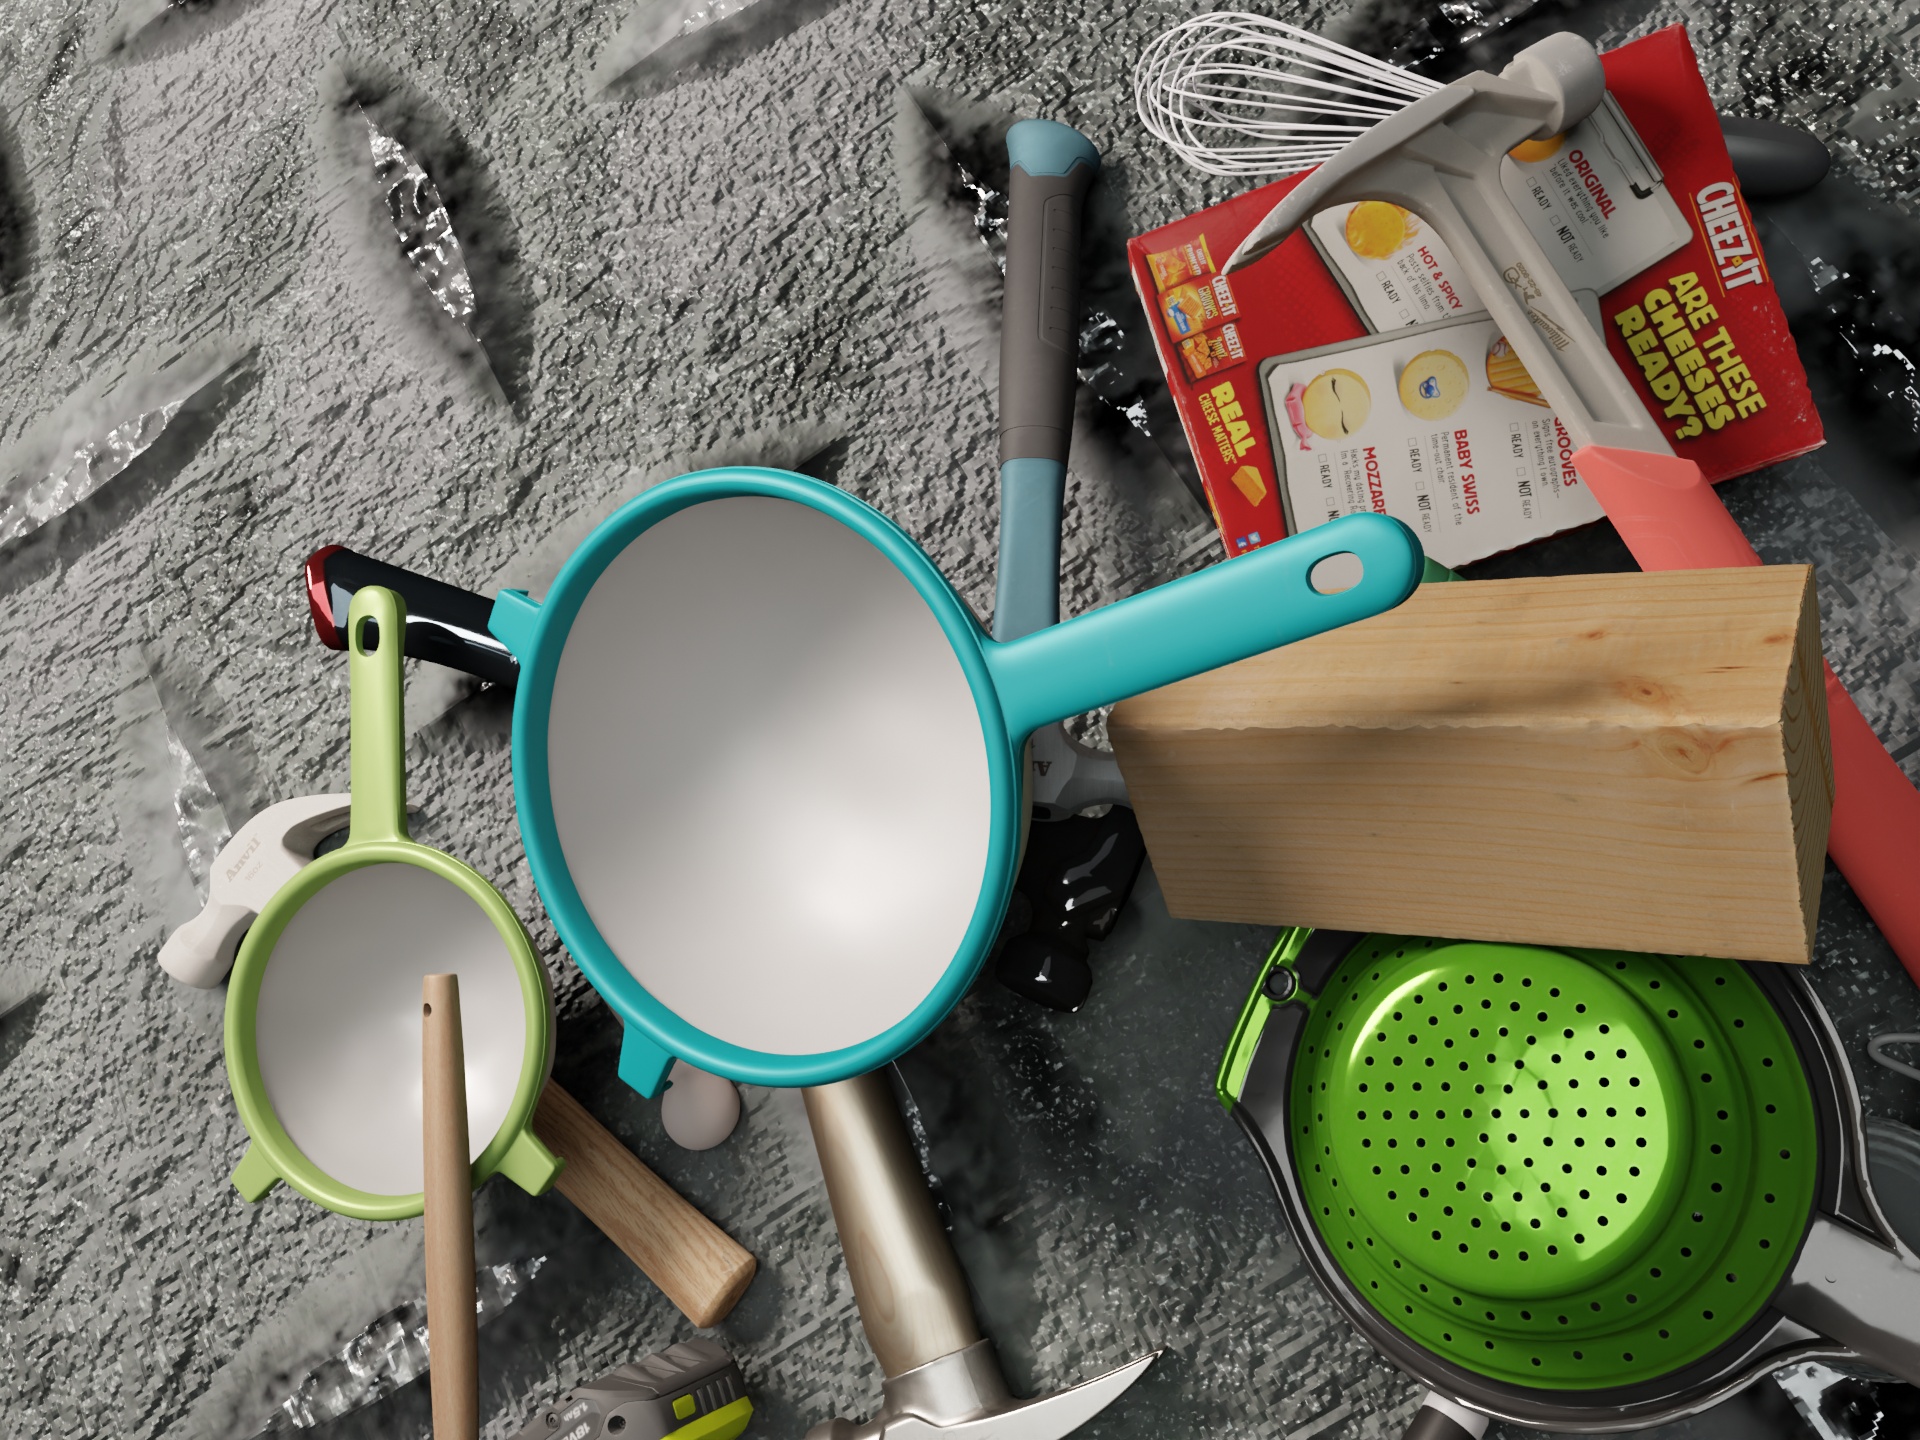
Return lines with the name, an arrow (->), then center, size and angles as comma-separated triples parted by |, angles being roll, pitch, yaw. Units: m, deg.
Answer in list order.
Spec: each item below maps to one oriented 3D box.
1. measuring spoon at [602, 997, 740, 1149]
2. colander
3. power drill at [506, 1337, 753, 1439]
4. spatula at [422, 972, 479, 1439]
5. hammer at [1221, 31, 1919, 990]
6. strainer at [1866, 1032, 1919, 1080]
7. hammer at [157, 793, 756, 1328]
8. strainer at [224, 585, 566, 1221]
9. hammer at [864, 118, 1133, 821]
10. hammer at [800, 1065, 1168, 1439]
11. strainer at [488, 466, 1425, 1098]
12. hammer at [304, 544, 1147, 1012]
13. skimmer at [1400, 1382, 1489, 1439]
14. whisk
measuring spoon -> -0.139, 0.132, 0.696 | 0.034, 0.018, 0.124 | -36, 69, -7
colander -> 0.251, 0.164, 0.493 | 0.397, 0.094, 0.204 | 26, 89, 32
power drill -> -0.093, 0.357, 0.586 | 0.171, 0.080, 0.223 | -41, 68, 19
spatula -> -0.186, 0.253, 0.589 | 0.060, 0.018, 0.316 | -11, 79, 33
hammer -> 0.244, -0.054, 0.546 | 0.149, 0.036, 0.359 | -33, 91, -11
strainer -> 0.416, 0.152, 0.482 | 0.259, 0.050, 0.087 | 31, 52, 35
hammer -> -0.219, 0.147, 0.712 | 0.331, 0.031, 0.130 | 34, 89, 20
strainer -> -0.228, 0.074, 0.670 | 0.151, 0.069, 0.256 | -7, 82, 17
hammer -> 0.033, -0.117, 0.670 | 0.128, 0.033, 0.331 | 2, 67, 4
hammer -> -0.055, 0.103, 0.671 | 0.146, 0.038, 0.411 | -25, 71, 8
strainer -> -0.001, -0.002, 0.540 | 0.340, 0.095, 0.211 | -19, 86, 29
hammer -> -0.103, -0.014, 0.676 | 0.386, 0.038, 0.143 | 20, 72, 13
skimmer -> 0.081, 0.396, 0.542 | 0.127, 0.090, 0.363 | 28, 69, 27
whisk -> 0.212, -0.250, 0.669 | 0.284, 0.070, 0.070 | 13, 81, 14
